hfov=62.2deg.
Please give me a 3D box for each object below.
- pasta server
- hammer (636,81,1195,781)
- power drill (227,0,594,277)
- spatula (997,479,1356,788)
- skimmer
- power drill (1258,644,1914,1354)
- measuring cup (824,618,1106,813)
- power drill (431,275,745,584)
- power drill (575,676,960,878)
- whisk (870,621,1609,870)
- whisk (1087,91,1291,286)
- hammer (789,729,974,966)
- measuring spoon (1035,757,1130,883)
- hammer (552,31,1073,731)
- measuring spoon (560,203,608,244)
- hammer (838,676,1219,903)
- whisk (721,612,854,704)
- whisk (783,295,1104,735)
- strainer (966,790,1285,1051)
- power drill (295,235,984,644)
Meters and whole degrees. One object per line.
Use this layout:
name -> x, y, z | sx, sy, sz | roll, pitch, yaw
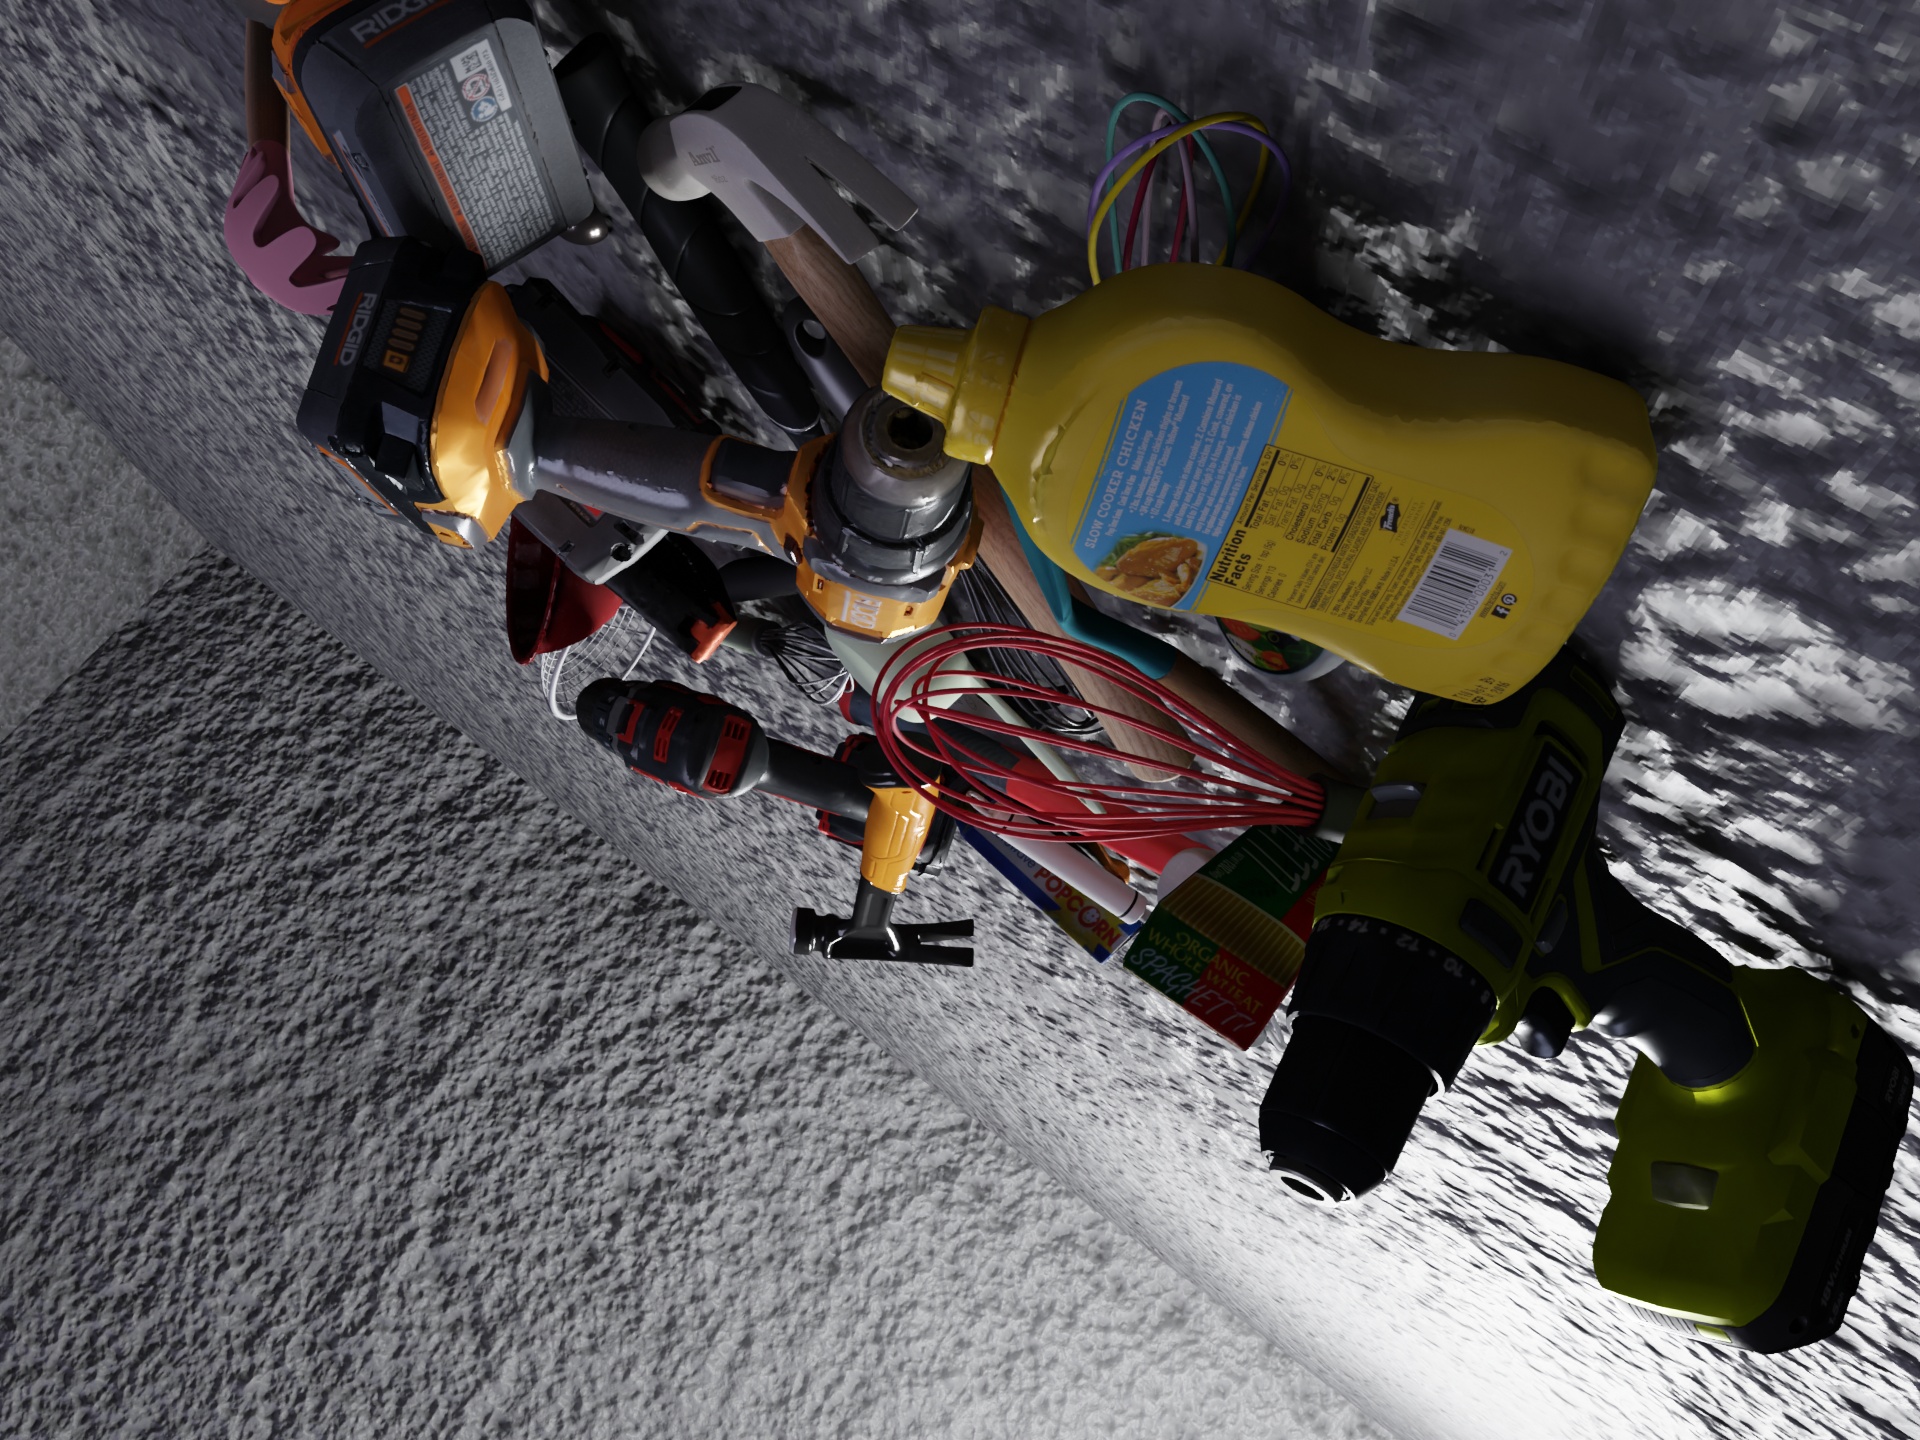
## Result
pasta server -> -0.282, -0.250, 0.662 | 0.060, 0.040, 0.317 | 48, -169, -44
hammer -> 0.003, -0.096, 0.618 | 0.331, 0.031, 0.130 | 52, 166, -28
power drill -> -0.233, -0.267, 0.592 | 0.227, 0.084, 0.164 | 50, 167, 16
spatula -> 0.100, -0.017, 0.605 | 0.317, 0.044, 0.082 | 33, -161, -36
skimmer -> -0.172, -0.060, 1.036 | 0.363, 0.127, 0.090 | -2, 133, 51
power drill -> 0.203, 0.109, 0.524 | 0.228, 0.191, 0.080 | 40, 156, -20
measuring cup -> -0.001, -0.002, 0.752 | 0.168, 0.038, 0.083 | 44, 168, 16
power drill -> -0.159, -0.130, 0.748 | 0.143, 0.078, 0.220 | 44, -174, -7
power drill -> -0.127, 0.026, 1.025 | 0.226, 0.080, 0.188 | 20, 177, -38
whisk -> 0.107, 0.026, 0.565 | 0.295, 0.073, 0.073 | 14, 169, -17
whisk -> 0.054, -0.114, 0.507 | 0.051, 0.047, 0.244 | 35, 166, 9
hammer -> -0.036, 0.086, 0.950 | 0.127, 0.034, 0.336 | 4, 156, -5
measuring spoon -> 0.076, 0.060, 0.967 | 0.021, 0.011, 0.116 | 23, 154, 52
hammer -> -0.068, -0.128, 0.734 | 0.149, 0.036, 0.408 | 23, 157, 39
measuring spoon -> -0.214, -0.258, 0.729 | 0.124, 0.018, 0.034 | 39, 163, 3
hammer -> 0.056, 0.040, 0.866 | 0.143, 0.038, 0.387 | 14, -173, -37
whisk -> -0.120, -0.052, 1.024 | 0.057, 0.059, 0.246 | 14, -178, -30
whisk -> 0.001, -0.085, 0.691 | 0.238, 0.055, 0.055 | 52, 159, -23
strainer -> 0.108, 0.113, 0.930 | 0.258, 0.087, 0.050 | 35, 120, -13
power drill -> -0.102, -0.093, 0.551 | 0.226, 0.084, 0.185 | 16, 170, -4
